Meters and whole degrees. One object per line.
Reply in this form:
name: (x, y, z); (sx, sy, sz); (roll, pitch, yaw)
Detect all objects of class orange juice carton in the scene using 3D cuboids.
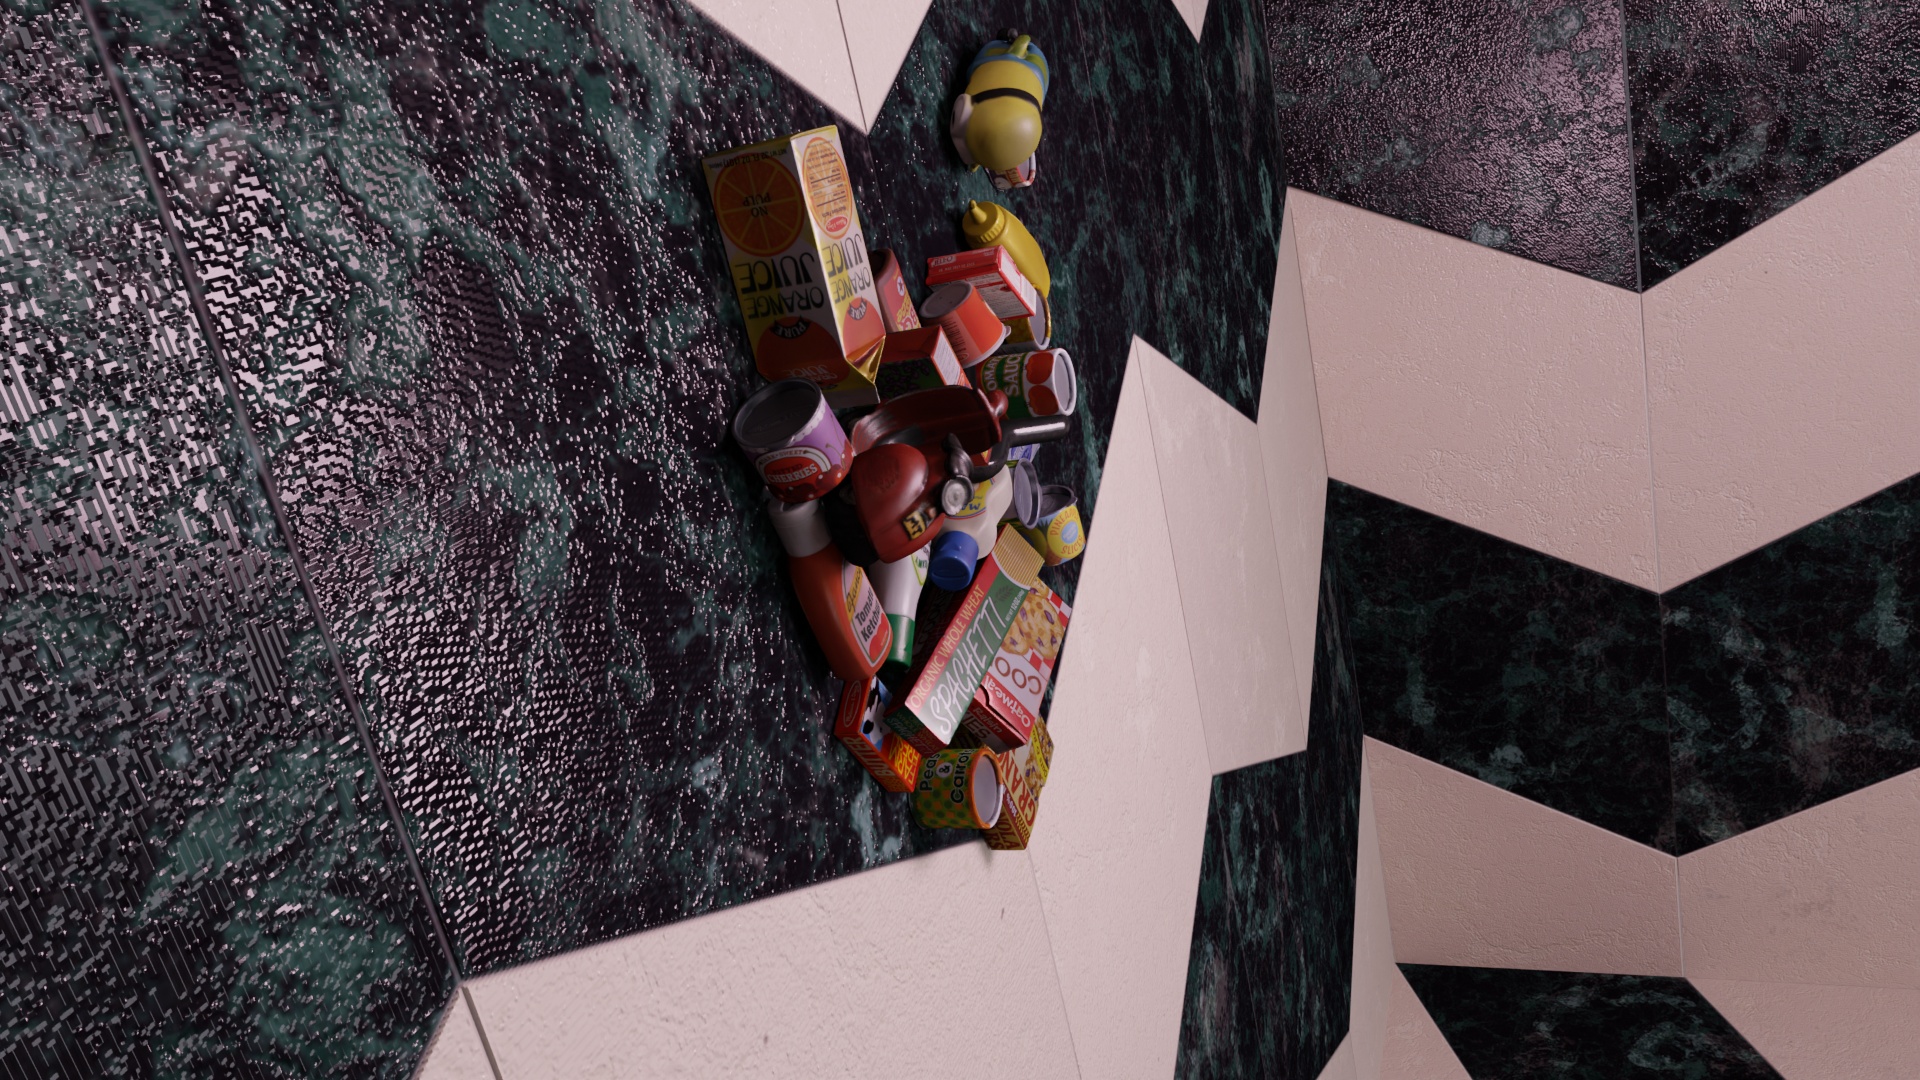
orange juice carton: (-0.109, -0.183, 0.969); (0.073, 0.072, 0.192); (-46, 127, -59)

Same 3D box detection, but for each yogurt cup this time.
yogurt cup: (-0.001, -0.191, 1.224); (0.053, 0.072, 0.073); (58, 35, -33)

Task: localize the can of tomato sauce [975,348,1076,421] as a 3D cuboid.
can of tomato sauce: (0.061, -0.148, 1.328); (0.071, 0.083, 0.071); (-5, 91, -67)

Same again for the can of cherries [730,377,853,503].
can of cherries: (-0.113, -0.066, 0.942); (0.058, 0.071, 0.072); (63, 32, -43)

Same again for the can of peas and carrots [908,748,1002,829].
can of peas and carrots: (-0.004, 0.204, 1.148); (0.071, 0.058, 0.071); (-6, 91, -67)

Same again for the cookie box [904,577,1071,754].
cookie box: (0.025, 0.082, 1.199); (0.123, 0.040, 0.168); (43, 40, -18)

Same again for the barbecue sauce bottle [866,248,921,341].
barbecue sauce bottle: (-0.051, -0.159, 1.129); (0.065, 0.043, 0.148); (-77, 152, -49)

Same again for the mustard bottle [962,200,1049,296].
mustard bottle: (0.039, -0.287, 1.346); (0.160, 0.049, 0.065); (40, 40, -57)

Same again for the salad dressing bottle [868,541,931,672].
salad dressing bottle: (-0.050, 0.029, 1.096); (0.064, 0.044, 0.148); (53, 39, -62)

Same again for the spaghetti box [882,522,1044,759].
spaghetti box: (0.007, 0.075, 1.128); (0.050, 0.028, 0.251); (45, 39, -11)

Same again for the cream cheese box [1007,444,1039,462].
cream cheese box: (0.049, -0.090, 1.364); (0.104, 0.024, 0.053); (-61, 139, -51)

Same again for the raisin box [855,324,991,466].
raisin box: (-0.034, -0.109, 1.105); (0.123, 0.086, 0.040); (61, 32, -43)

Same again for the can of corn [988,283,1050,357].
can of corn: (0.050, -0.216, 1.346); (0.071, 0.058, 0.071); (-5, 91, -66)

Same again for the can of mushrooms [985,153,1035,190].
can of mushrooms: (0.049, -0.390, 1.409); (0.071, 0.033, 0.071); (-5, 91, -67)

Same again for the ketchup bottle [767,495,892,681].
ketchup bottle: (-0.095, 0.029, 0.997); (0.065, 0.043, 0.148); (-71, 146, -49)

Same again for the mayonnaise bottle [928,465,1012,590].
mayonnaise bottle: (0.004, -0.015, 1.181); (0.149, 0.065, 0.041); (-73, 159, -54)

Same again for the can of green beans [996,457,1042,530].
can of green beans: (0.036, -0.041, 1.283); (0.071, 0.058, 0.071); (-6, 91, -66)

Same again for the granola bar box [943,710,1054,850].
granola bar box: (0.034, 0.182, 1.262); (0.125, 0.039, 0.164); (-69, 145, -44)

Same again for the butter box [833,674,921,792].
butter box: (-0.061, 0.150, 1.073); (0.103, 0.024, 0.053); (57, 36, -47)

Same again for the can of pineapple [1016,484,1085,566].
can of pineapple: (0.088, -0.014, 1.383); (0.071, 0.071, 0.057); (-59, 138, -53)
